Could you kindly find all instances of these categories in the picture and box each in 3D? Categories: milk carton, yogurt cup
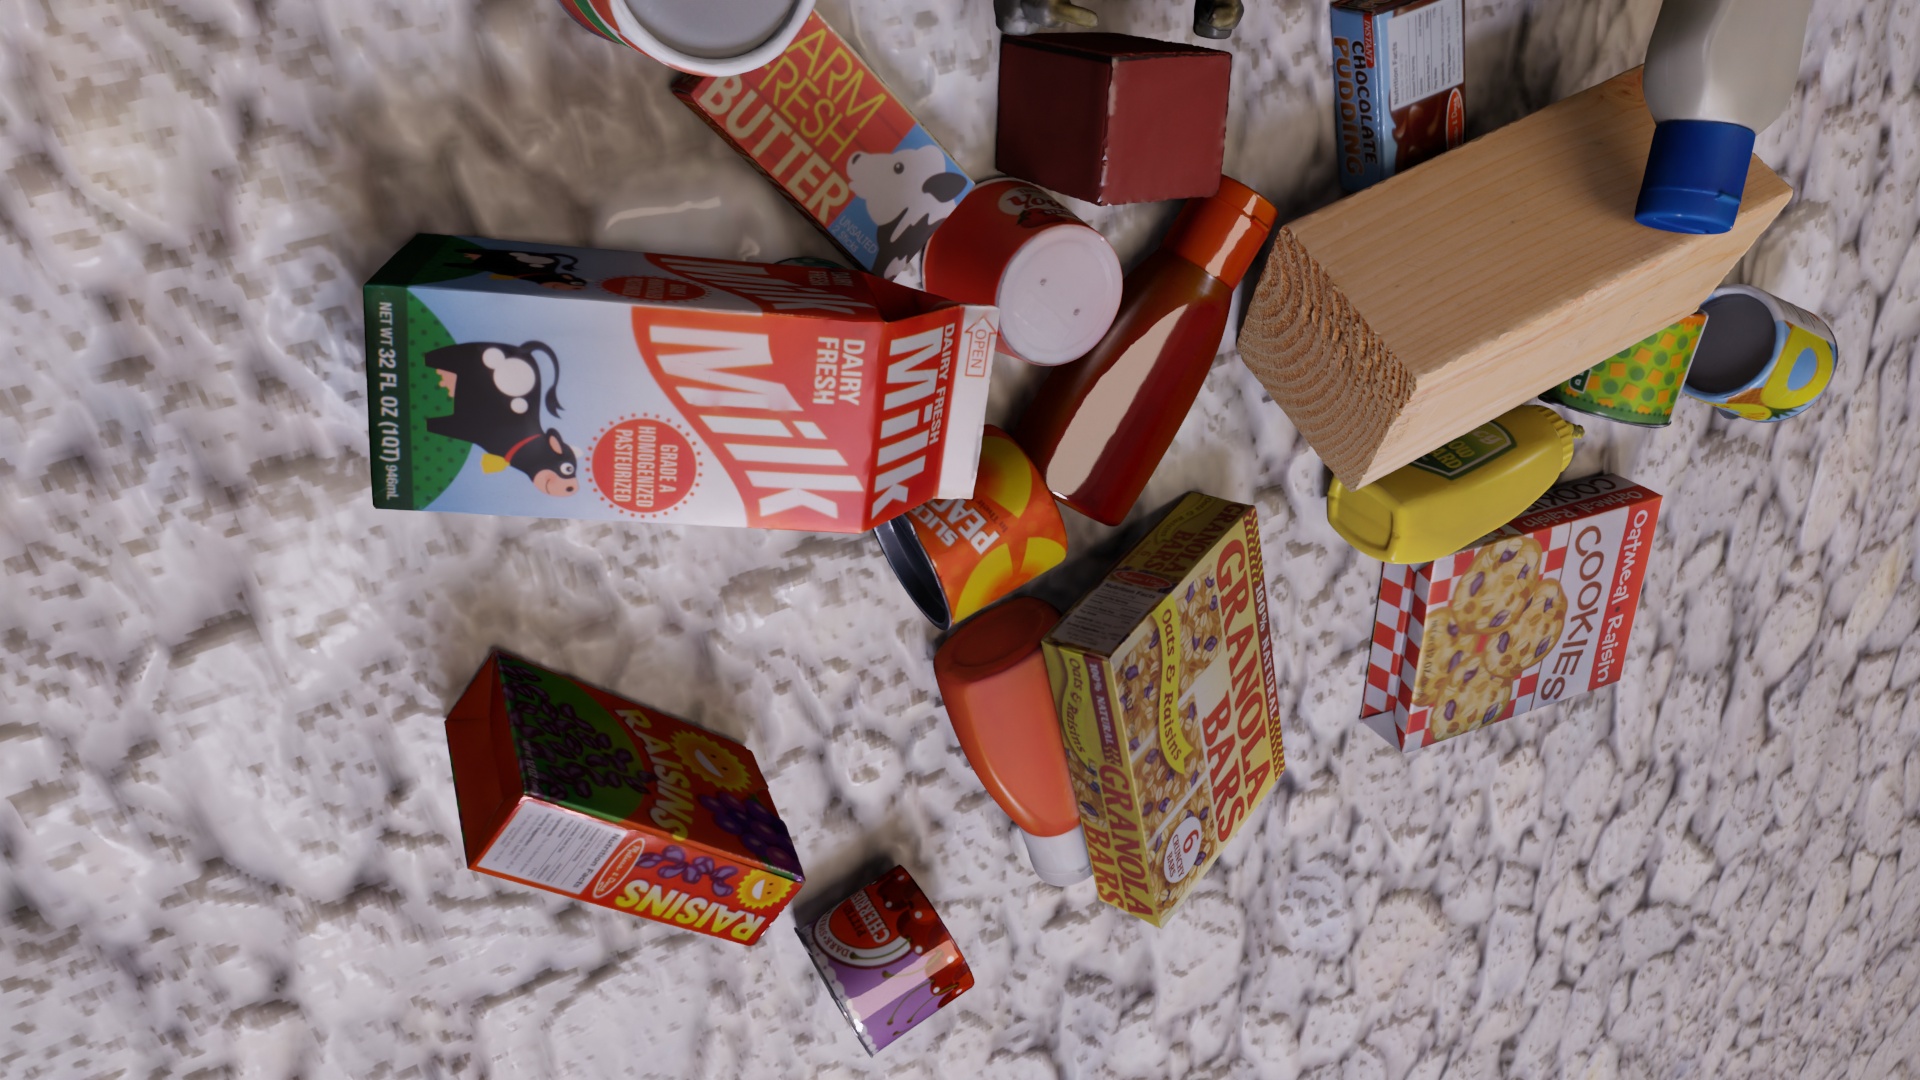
[{"bbox_3d":[-0.084,-0.050,0.452,0.191,0.074,0.072,4,113,-11],"label":"milk carton"},{"bbox_3d":[0.026,-0.101,0.536,0.072,0.054,0.072,-13,120,-23],"label":"yogurt cup"}]

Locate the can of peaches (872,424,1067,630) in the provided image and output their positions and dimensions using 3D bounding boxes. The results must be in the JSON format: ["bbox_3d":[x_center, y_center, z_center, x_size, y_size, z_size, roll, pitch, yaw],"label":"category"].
[{"bbox_3d":[0.002,-0.007,0.560,0.058,0.071,0.071,-29,125,-15],"label":"can of peaches"}]

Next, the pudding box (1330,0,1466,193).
[{"bbox_3d":[0.189,-0.194,0.597,0.050,0.030,0.083,-26,124,-18],"label":"pudding box"}]

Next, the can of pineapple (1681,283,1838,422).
[{"bbox_3d":[0.430,-0.100,0.759,0.058,0.071,0.070,11,108,-33],"label":"can of pineapple"}]

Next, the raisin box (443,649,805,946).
[{"bbox_3d":[-0.126,0.098,0.528,0.123,0.086,0.040,30,103,-36],"label":"raisin box"}]

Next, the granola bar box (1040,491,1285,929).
[{"bbox_3d":[0.100,0.079,0.652,0.125,0.039,0.164,-41,131,-36],"label":"granola bar box"}]

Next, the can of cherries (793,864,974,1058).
[{"bbox_3d":[-0.035,0.191,0.639,0.058,0.071,0.071,-31,125,-13],"label":"can of cherries"}]

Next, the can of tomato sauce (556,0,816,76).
[{"bbox_3d":[-0.085,-0.177,0.416,0.071,0.083,0.071,-13,119,-23],"label":"can of tomato sauce"}]

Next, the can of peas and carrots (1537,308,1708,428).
[{"bbox_3d":[0.335,-0.096,0.708,0.071,0.071,0.058,-2,114,-29],"label":"can of peas and carrots"}]

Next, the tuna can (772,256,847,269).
[{"bbox_3d":[-0.053,-0.069,0.520,0.071,0.033,0.070,-13,119,-24],"label":"tuna can"}]

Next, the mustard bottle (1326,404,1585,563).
[{"bbox_3d":[0.259,-0.037,0.698,0.161,0.065,0.048,-21,128,-26],"label":"mustard bottle"}]

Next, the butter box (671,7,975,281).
[{"bbox_3d":[-0.047,-0.143,0.492,0.053,0.024,0.103,-50,128,1],"label":"butter box"}]

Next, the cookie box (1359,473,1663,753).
[{"bbox_3d":[0.307,0.038,0.775,0.168,0.040,0.122,-13,120,-23],"label":"cookie box"}]

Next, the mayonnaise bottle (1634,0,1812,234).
[{"bbox_3d":[0.298,-0.196,0.541,0.065,0.041,0.148,8,96,-23],"label":"mayonnaise bottle"}]

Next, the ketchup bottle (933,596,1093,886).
[{"bbox_3d":[0.035,0.100,0.648,0.065,0.043,0.148,-31,126,-20],"label":"ketchup bottle"}]

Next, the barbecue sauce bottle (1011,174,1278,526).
[{"bbox_3d":[0.079,-0.081,0.583,0.065,0.044,0.148,25,99,-41],"label":"barbecue sauce bottle"}]
